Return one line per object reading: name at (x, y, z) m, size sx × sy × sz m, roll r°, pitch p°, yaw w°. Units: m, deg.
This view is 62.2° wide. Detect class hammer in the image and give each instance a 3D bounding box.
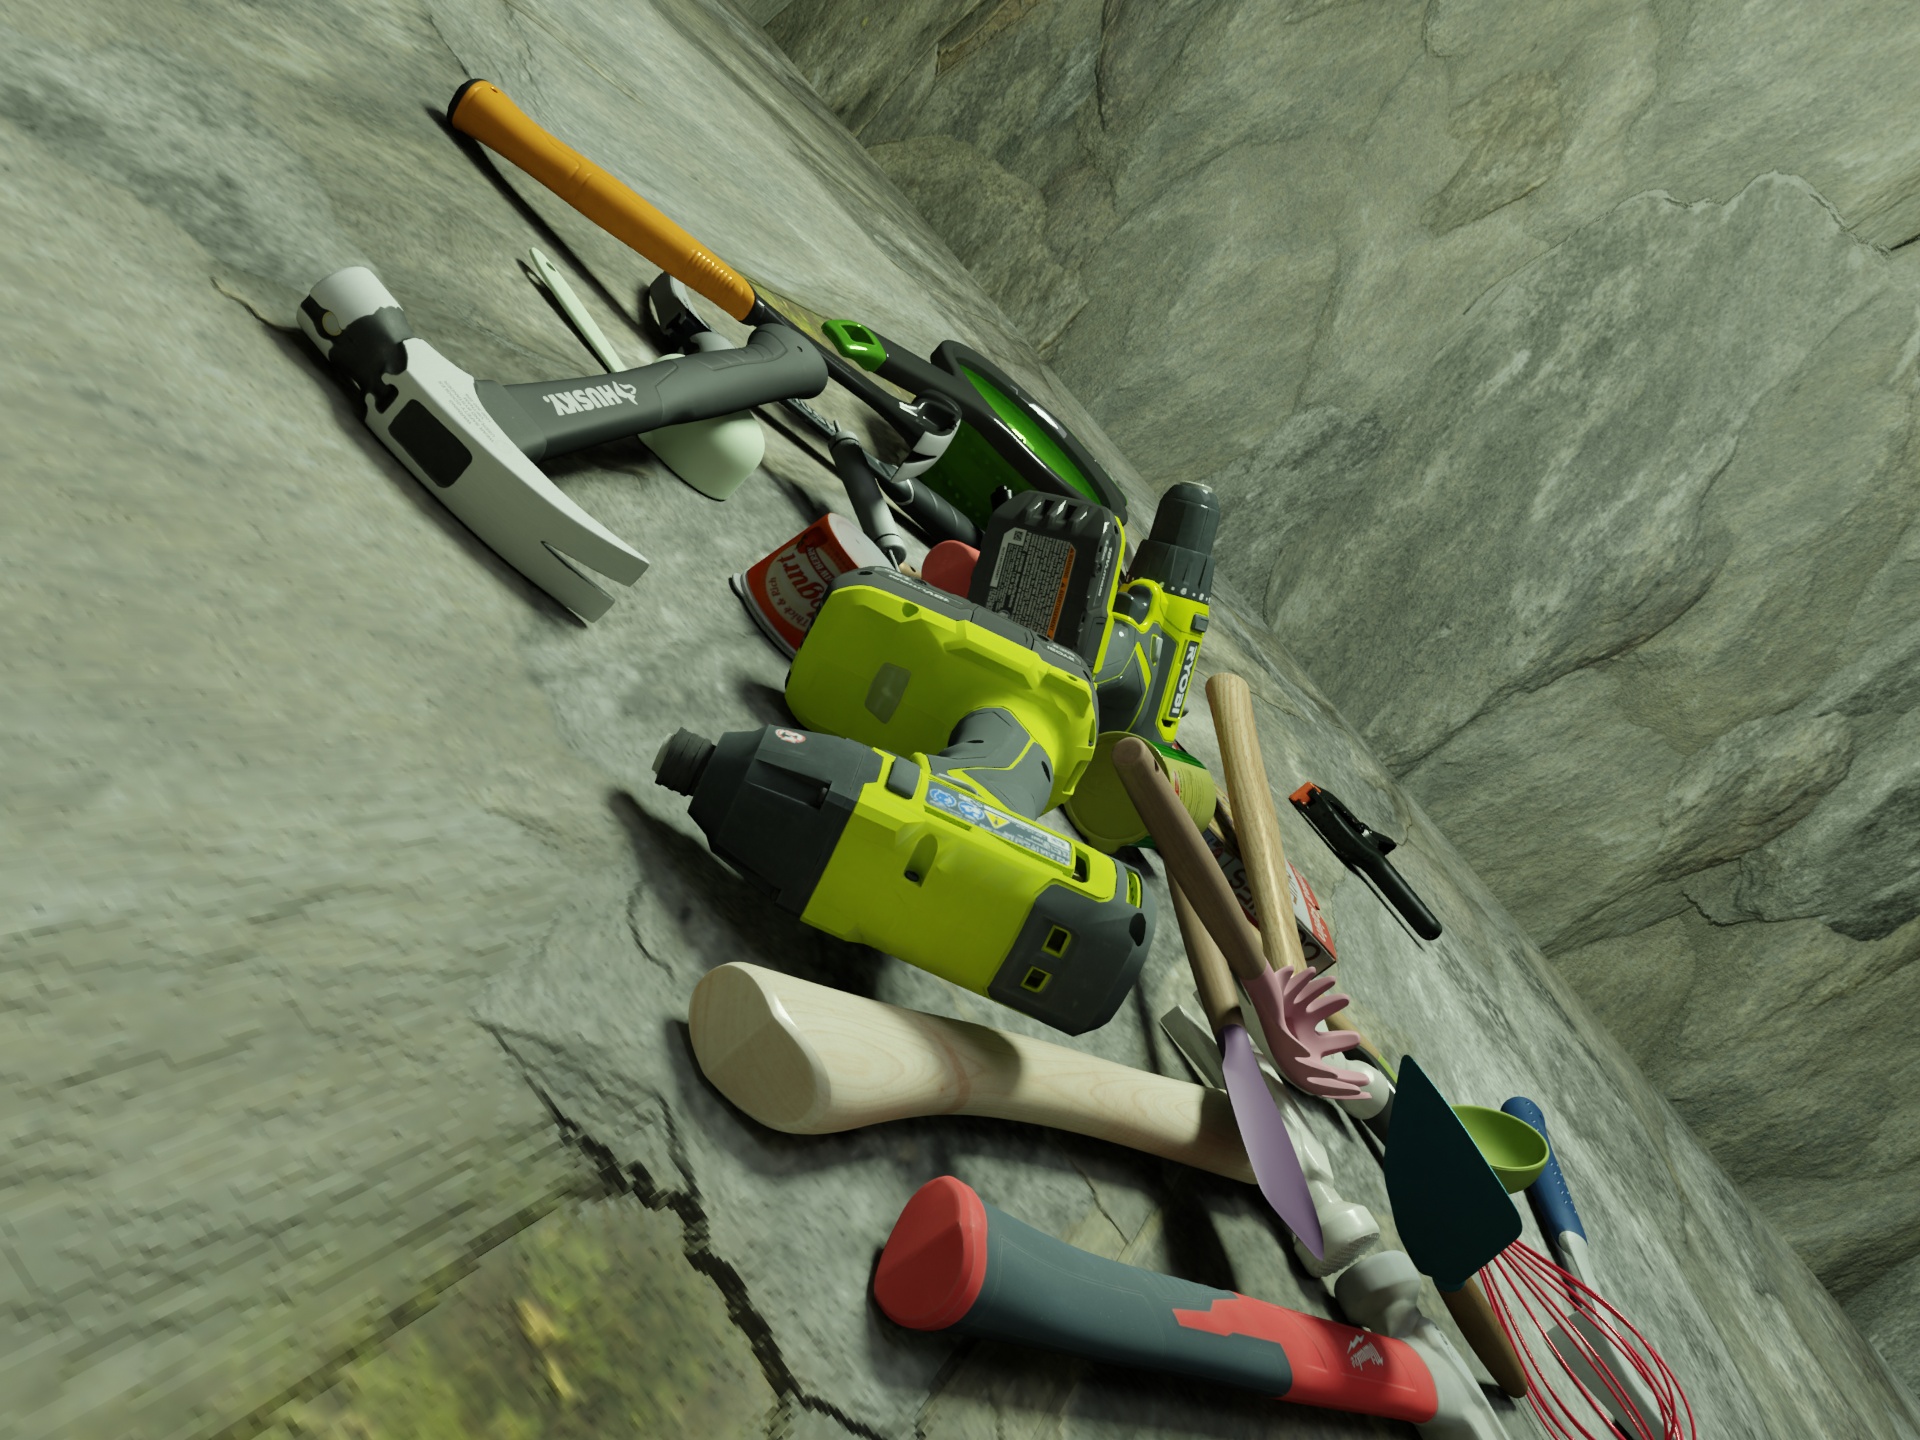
hammer at (-0.059, -0.172, 1.081) m, size 0.408 × 0.036 × 0.149 m, roll 33°, pitch 21°, yaw -47°
hammer at (-0.132, -0.139, 0.704) m, size 0.146 × 0.035 × 0.335 m, roll 49°, pitch 24°, yaw -1°
hammer at (0.107, 0.232, 0.556) m, size 0.385 × 0.038 × 0.143 m, roll 33°, pitch 23°, yaw -46°
hammer at (-0.146, -0.252, 0.906) m, size 0.337 × 0.034 × 0.127 m, roll 35°, pitch 21°, yaw -6°
hammer at (0.438, 0.376, 1.136) m, size 0.144 × 0.035 × 0.405 m, roll 48°, pitch 15°, yaw -5°
hammer at (0.042, 0.136, 0.611) m, size 0.410 × 0.038 × 0.146 m, roll 29°, pitch 24°, yaw -52°
hammer at (0.193, 0.088, 1.022) m, size 0.130 × 0.031 × 0.332 m, roll 34°, pitch 34°, yaw -30°
hammer at (0.069, -0.085, 1.104) m, size 0.359 × 0.036 × 0.149 m, roll 11°, pitch 58°, yaw -63°

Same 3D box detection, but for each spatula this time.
spatula at (0.123, 0.135, 0.741) m, size 0.059 × 0.018 × 0.316 m, roll 50°, pitch 13°, yaw -19°
spatula at (0.237, 0.256, 0.722) m, size 0.317 × 0.044 × 0.082 m, roll 55°, pitch 5°, yaw -46°

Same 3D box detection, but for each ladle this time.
ladle at (0.260, 0.197, 1.039) m, size 0.320 × 0.062 × 0.078 m, roll 44°, pitch 15°, yaw -8°

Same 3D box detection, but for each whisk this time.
whisk at (0.299, 0.297, 0.904) m, size 0.073 × 0.073 × 0.296 m, roll 32°, pitch 17°, yaw -47°

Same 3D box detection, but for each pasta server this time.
pasta server at (0.125, 0.092, 0.682) m, size 0.315 × 0.040 × 0.060 m, roll 54°, pitch 25°, yaw -49°

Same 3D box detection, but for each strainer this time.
strainer at (-0.036, -0.091, 0.886) m, size 0.086 × 0.050 × 0.259 m, roll 68°, pitch -1°, yaw -51°

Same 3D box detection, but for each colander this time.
colander at (-0.008, -0.207, 1.202) m, size 0.205 × 0.094 × 0.396 m, roll 53°, pitch 20°, yaw 22°

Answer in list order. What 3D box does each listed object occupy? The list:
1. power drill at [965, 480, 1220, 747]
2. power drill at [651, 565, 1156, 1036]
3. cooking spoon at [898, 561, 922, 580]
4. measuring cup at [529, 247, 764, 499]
power drill at (0.094, -0.071, 0.997) m, size 0.080 × 0.190 × 0.228 m, roll 17°, pitch 5°, yaw 29°
power drill at (-0.017, 0.017, 0.608) m, size 0.171 × 0.080 × 0.223 m, roll 25°, pitch 19°, yaw -6°
cooking spoon at (0.044, -0.041, 1.079) m, size 0.318 × 0.017 × 0.069 m, roll 30°, pitch 25°, yaw -51°
measuring cup at (-0.162, -0.189, 0.820) m, size 0.167 × 0.038 × 0.083 m, roll 52°, pitch 15°, yaw 4°
